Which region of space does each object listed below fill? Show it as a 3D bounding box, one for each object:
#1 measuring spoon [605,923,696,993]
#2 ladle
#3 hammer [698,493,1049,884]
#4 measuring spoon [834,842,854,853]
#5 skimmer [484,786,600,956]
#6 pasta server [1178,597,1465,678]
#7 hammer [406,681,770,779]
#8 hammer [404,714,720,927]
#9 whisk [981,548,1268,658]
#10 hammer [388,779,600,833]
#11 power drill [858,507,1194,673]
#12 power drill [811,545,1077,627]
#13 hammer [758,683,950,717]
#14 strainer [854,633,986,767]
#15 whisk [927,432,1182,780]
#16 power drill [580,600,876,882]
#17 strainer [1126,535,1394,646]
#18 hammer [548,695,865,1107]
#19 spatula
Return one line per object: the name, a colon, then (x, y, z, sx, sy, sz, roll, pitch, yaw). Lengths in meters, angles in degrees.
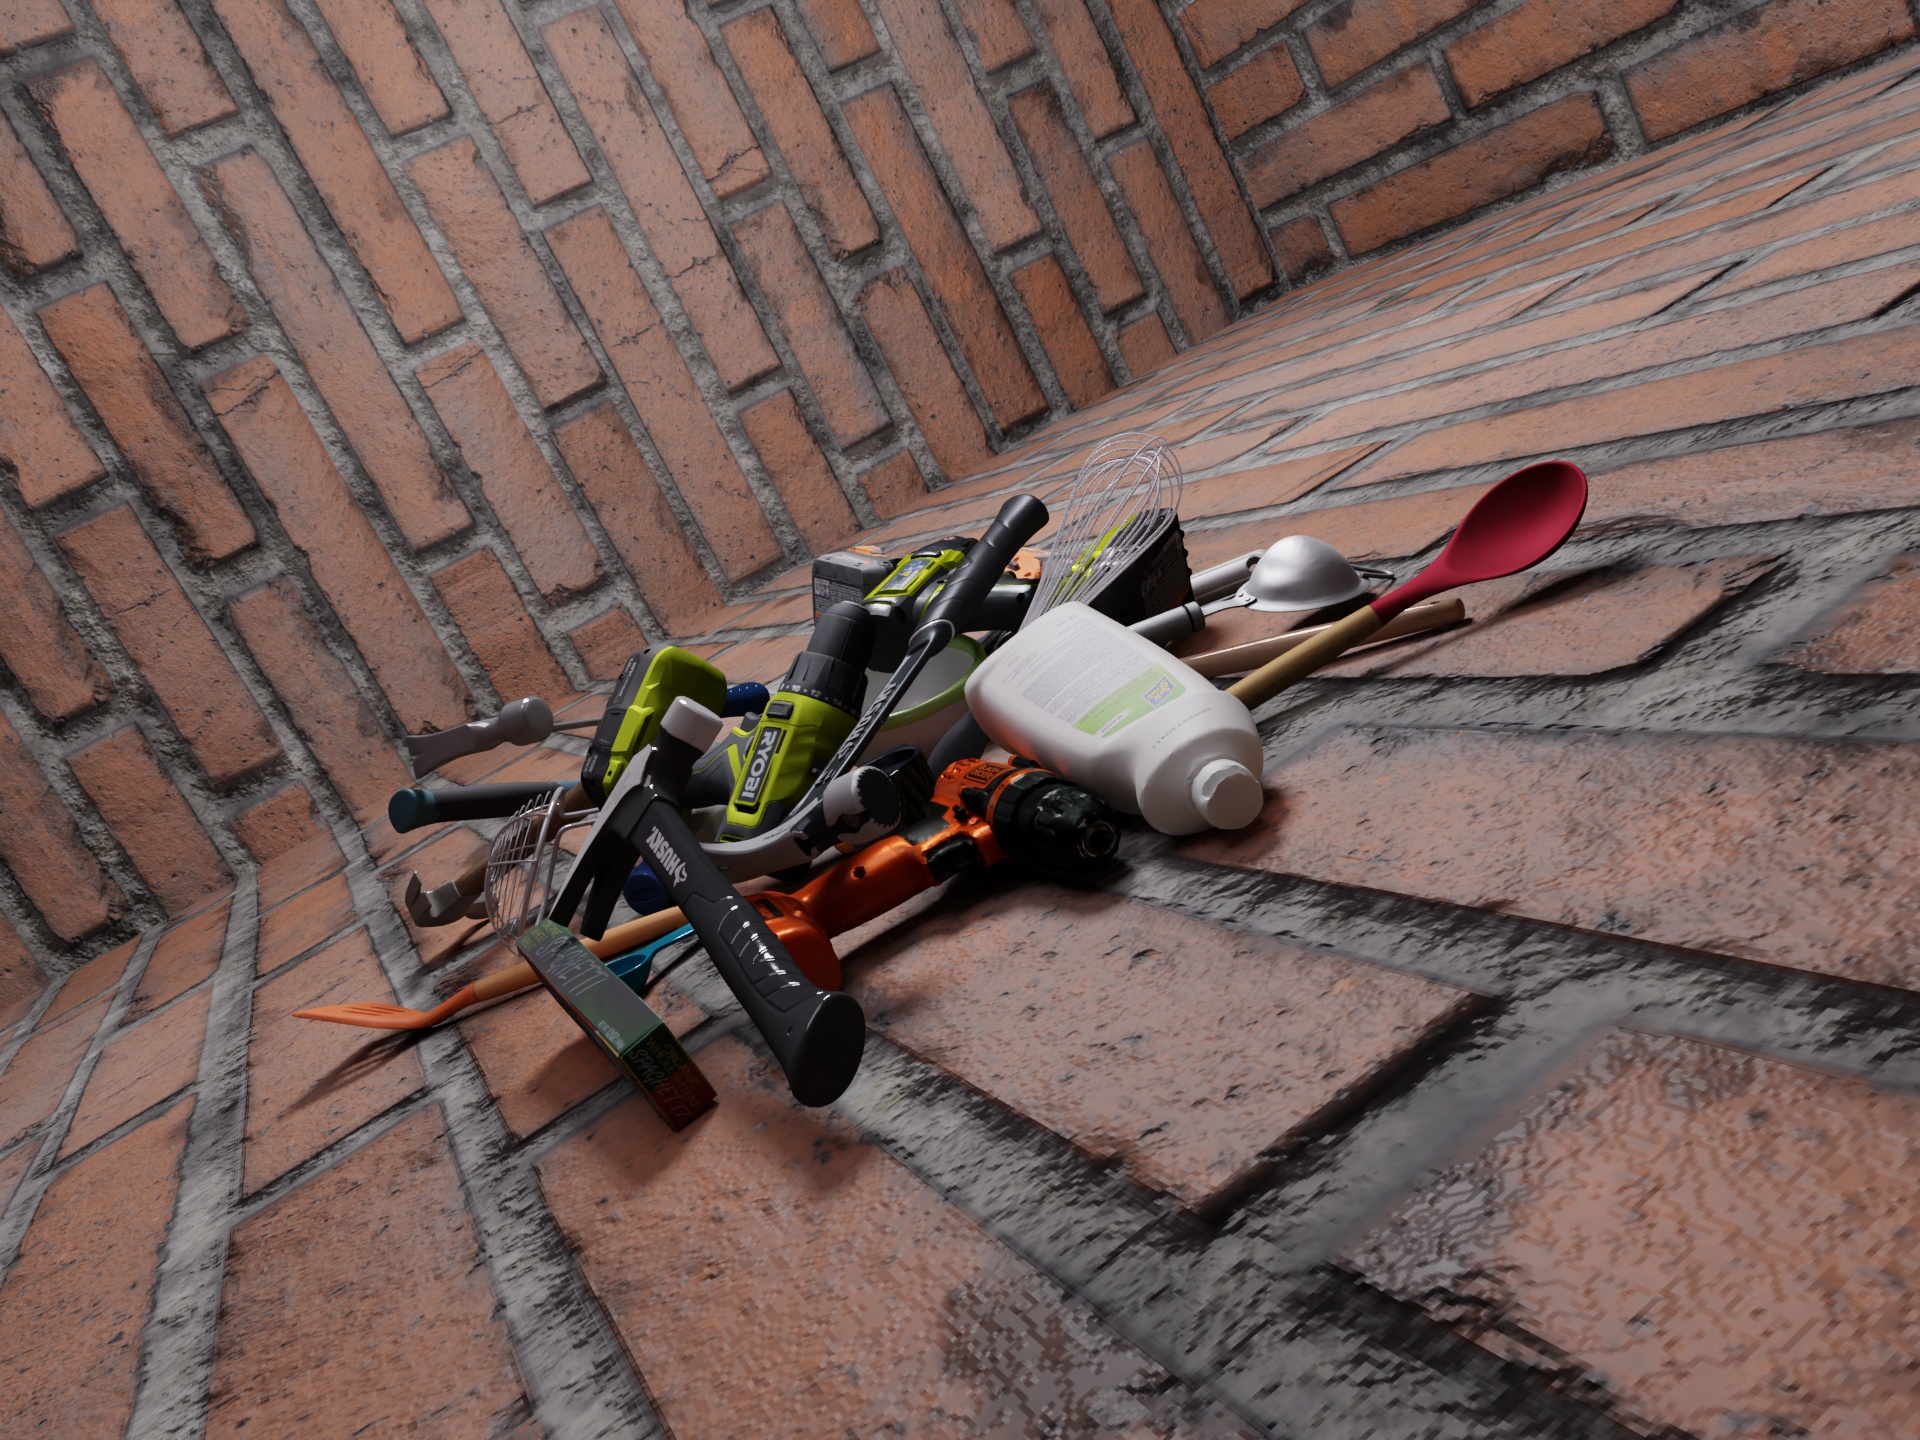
measuring spoon: (-0.181, 0.148, 1.017, 0.128, 0.021, 0.042, -26, 12, -41)
ladle: (0.210, -0.045, 0.890, 0.315, 0.031, 0.069, -32, 36, 7)
hammer: (-0.028, -0.037, 0.984, 0.149, 0.036, 0.409, -26, 20, 36)
measuring spoon: (-0.035, 0.060, 1.071, 0.117, 0.011, 0.021, -29, 11, -24)
skimmer: (-0.233, 0.079, 1.279, 0.090, 0.127, 0.363, 32, 32, 27)
pasta server: (0.160, -0.028, 0.985, 0.316, 0.040, 0.060, -13, 19, 37)
hammer: (-0.290, -0.002, 1.351, 0.144, 0.035, 0.405, -15, -1, 25)
hammer: (-0.333, 0.079, 1.324, 0.331, 0.031, 0.130, -35, -12, 17)
whisk: (0.123, -0.077, 1.210, 0.246, 0.058, 0.059, -21, -17, 10)
hammer: (-0.360, 0.066, 1.357, 0.128, 0.033, 0.331, -37, -13, 20)
power drill: (0.049, -0.098, 1.168, 0.223, 0.080, 0.171, -1, 29, 28)
power drill: (0.004, -0.108, 1.363, 0.226, 0.084, 0.164, -8, 14, -28)
hammer: (-0.078, -0.013, 1.394, 0.127, 0.034, 0.337, -31, 13, -20)
strainer: (-0.002, -0.004, 1.167, 0.256, 0.069, 0.151, 3, 31, 32)
whisk: (0.053, -0.062, 1.035, 0.284, 0.070, 0.070, -57, 9, 9)
power drill: (-0.158, 0.005, 1.124, 0.229, 0.080, 0.191, 5, 71, 46)
strainer: (0.156, -0.070, 1.018, 0.258, 0.050, 0.087, -21, 22, -6)
hammer: (-0.126, 0.099, 0.794, 0.146, 0.035, 0.335, -57, 31, 1)
spatula: (-0.324, 0.176, 1.128, 0.322, 0.041, 0.081, -22, -11, 18)
